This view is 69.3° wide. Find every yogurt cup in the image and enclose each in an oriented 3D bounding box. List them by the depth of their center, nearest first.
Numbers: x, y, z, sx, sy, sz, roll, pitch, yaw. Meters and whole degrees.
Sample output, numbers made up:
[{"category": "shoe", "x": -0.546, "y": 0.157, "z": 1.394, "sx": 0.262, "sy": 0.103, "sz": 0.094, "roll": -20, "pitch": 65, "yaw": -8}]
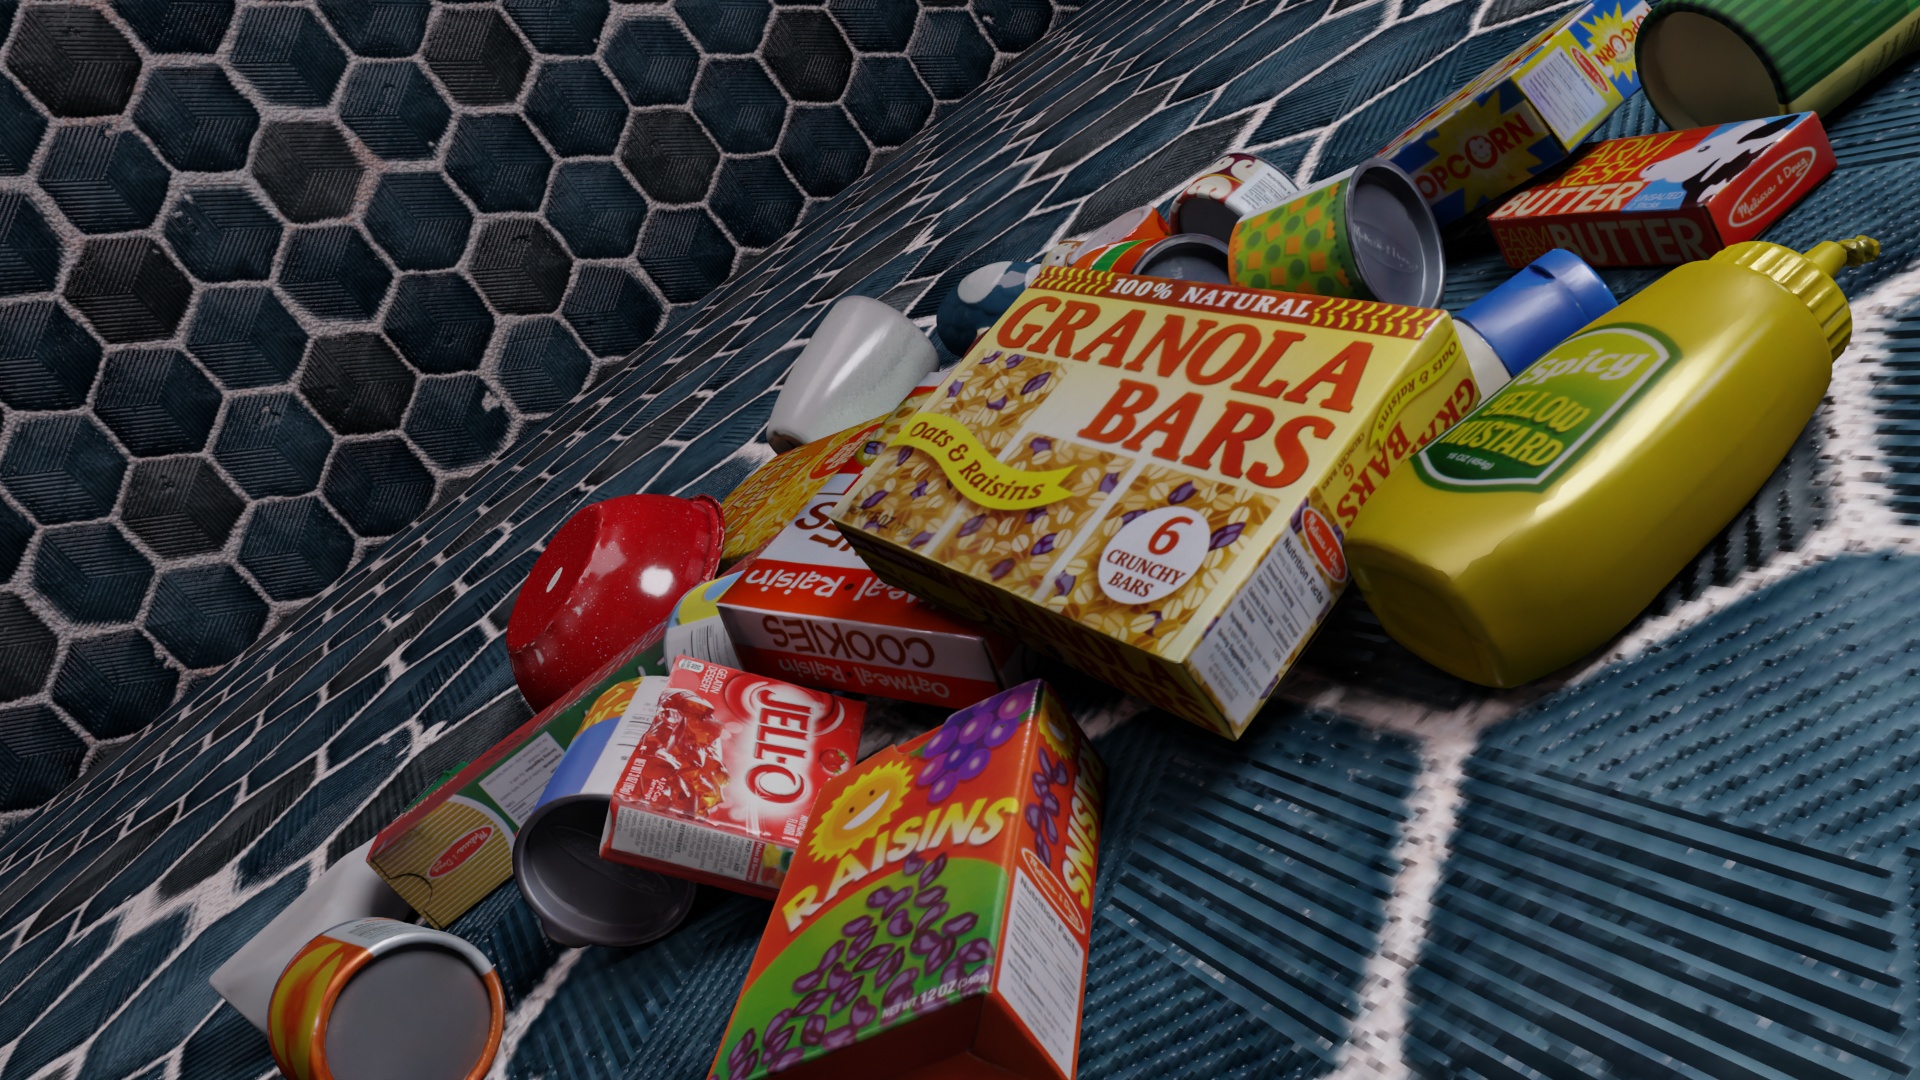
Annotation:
[{"category": "yogurt cup", "x": 0.093, "y": -0.141, "z": 0.741, "sx": 0.072, "sy": 0.054, "sz": 0.073, "roll": -33, "pitch": 18, "yaw": 12}]

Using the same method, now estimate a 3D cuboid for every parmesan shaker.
[{"category": "parmesan shaker", "x": 0.294, "y": -0.186, "z": 0.472, "sx": 0.103, "sy": 0.071, "sz": 0.071, "roll": -37, "pitch": 18, "yaw": -3}]

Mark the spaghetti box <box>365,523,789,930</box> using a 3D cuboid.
[{"category": "spaghetti box", "x": -0.156, "y": 0.083, "z": 0.647, "sx": 0.250, "sy": 0.050, "sz": 0.029, "roll": -37, "pitch": 20, "yaw": -5}]

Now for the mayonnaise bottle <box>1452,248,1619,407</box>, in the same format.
[{"category": "mayonnaise bottle", "x": 0.132, "y": -0.034, "z": 0.435, "sx": 0.148, "sy": 0.041, "sz": 0.065, "roll": -35, "pitch": 25, "yaw": 7}]

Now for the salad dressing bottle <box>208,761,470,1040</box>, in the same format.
[{"category": "salad dressing bottle", "x": -0.287, "y": 0.172, "z": 0.676, "sx": 0.148, "sy": 0.044, "sz": 0.064, "roll": -47, "pitch": 19, "yaw": -31}]

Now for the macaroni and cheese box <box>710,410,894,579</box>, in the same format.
[{"category": "macaroni and cheese box", "x": -0.089, "y": -0.014, "z": 0.776, "sx": 0.166, "sy": 0.040, "sz": 0.124, "roll": -13, "pitch": 29, "yaw": 51}]

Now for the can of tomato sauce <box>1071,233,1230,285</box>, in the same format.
[{"category": "can of tomato sauce", "x": 0.088, "y": -0.107, "z": 0.649, "sx": 0.071, "sy": 0.071, "sz": 0.083, "roll": -39, "pitch": 18, "yaw": -8}]

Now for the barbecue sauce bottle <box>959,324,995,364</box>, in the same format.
[{"category": "barbecue sauce bottle", "x": 0.017, "y": -0.066, "z": 0.712, "sx": 0.064, "sy": 0.043, "sz": 0.149, "roll": -26, "pitch": 22, "yaw": 25}]

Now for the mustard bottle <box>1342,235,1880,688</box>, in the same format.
[{"category": "mustard bottle", "x": 0.171, "y": -0.031, "z": 0.348, "sx": 0.160, "sy": 0.048, "sz": 0.065, "roll": -39, "pitch": 23, "yaw": -9}]

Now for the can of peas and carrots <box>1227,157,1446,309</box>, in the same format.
[{"category": "can of peas and carrots", "x": 0.149, "y": -0.107, "z": 0.549, "sx": 0.058, "sy": 0.071, "sz": 0.071, "roll": -15, "pitch": 28, "yaw": 48}]

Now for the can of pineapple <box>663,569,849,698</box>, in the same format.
[{"category": "can of pineapple", "x": -0.081, "y": 0.043, "z": 0.587, "sx": 0.057, "sy": 0.071, "sz": 0.071, "roll": -17, "pitch": 27, "yaw": 45}]

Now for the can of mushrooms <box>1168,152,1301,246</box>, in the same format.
[{"category": "can of mushrooms", "x": 0.134, "y": -0.150, "z": 0.671, "sx": 0.033, "sy": 0.071, "sz": 0.071, "roll": -44, "pitch": 20, "yaw": -19}]

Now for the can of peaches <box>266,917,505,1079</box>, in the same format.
[{"category": "can of peaches", "x": -0.205, "y": 0.173, "z": 0.497, "sx": 0.058, "sy": 0.071, "sz": 0.071, "roll": -13, "pitch": 29, "yaw": 49}]

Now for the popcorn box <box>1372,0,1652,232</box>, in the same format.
[{"category": "popcorn box", "x": 0.213, "y": -0.165, "z": 0.568, "sx": 0.085, "sy": 0.038, "sz": 0.126, "roll": -40, "pitch": 5, "yaw": -23}]

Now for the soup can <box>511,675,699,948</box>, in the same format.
[{"category": "soup can", "x": -0.124, "y": 0.101, "z": 0.524, "sx": 0.071, "sy": 0.071, "sz": 0.084, "roll": -31, "pitch": 19, "yaw": 16}]

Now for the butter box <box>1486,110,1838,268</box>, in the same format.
[{"category": "butter box", "x": 0.238, "y": -0.119, "z": 0.481, "sx": 0.053, "sy": 0.024, "sz": 0.103, "roll": -39, "pitch": 19, "yaw": -9}]

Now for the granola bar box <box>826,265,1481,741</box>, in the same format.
[{"category": "granola bar box", "x": 0.051, "y": -0.023, "z": 0.422, "sx": 0.124, "sy": 0.039, "sz": 0.165, "roll": -50, "pitch": 37, "yaw": -15}]

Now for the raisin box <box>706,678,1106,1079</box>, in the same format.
[{"category": "raisin box", "x": -0.010, "y": 0.099, "z": 0.370, "sx": 0.086, "sy": 0.040, "sz": 0.124, "roll": -29, "pitch": 19, "yaw": 23}]

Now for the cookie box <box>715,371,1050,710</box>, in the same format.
[{"category": "cookie box", "x": 0.002, "y": -0.007, "z": 0.549, "sx": 0.123, "sy": 0.040, "sz": 0.168, "roll": 4, "pitch": 40, "yaw": 34}]
